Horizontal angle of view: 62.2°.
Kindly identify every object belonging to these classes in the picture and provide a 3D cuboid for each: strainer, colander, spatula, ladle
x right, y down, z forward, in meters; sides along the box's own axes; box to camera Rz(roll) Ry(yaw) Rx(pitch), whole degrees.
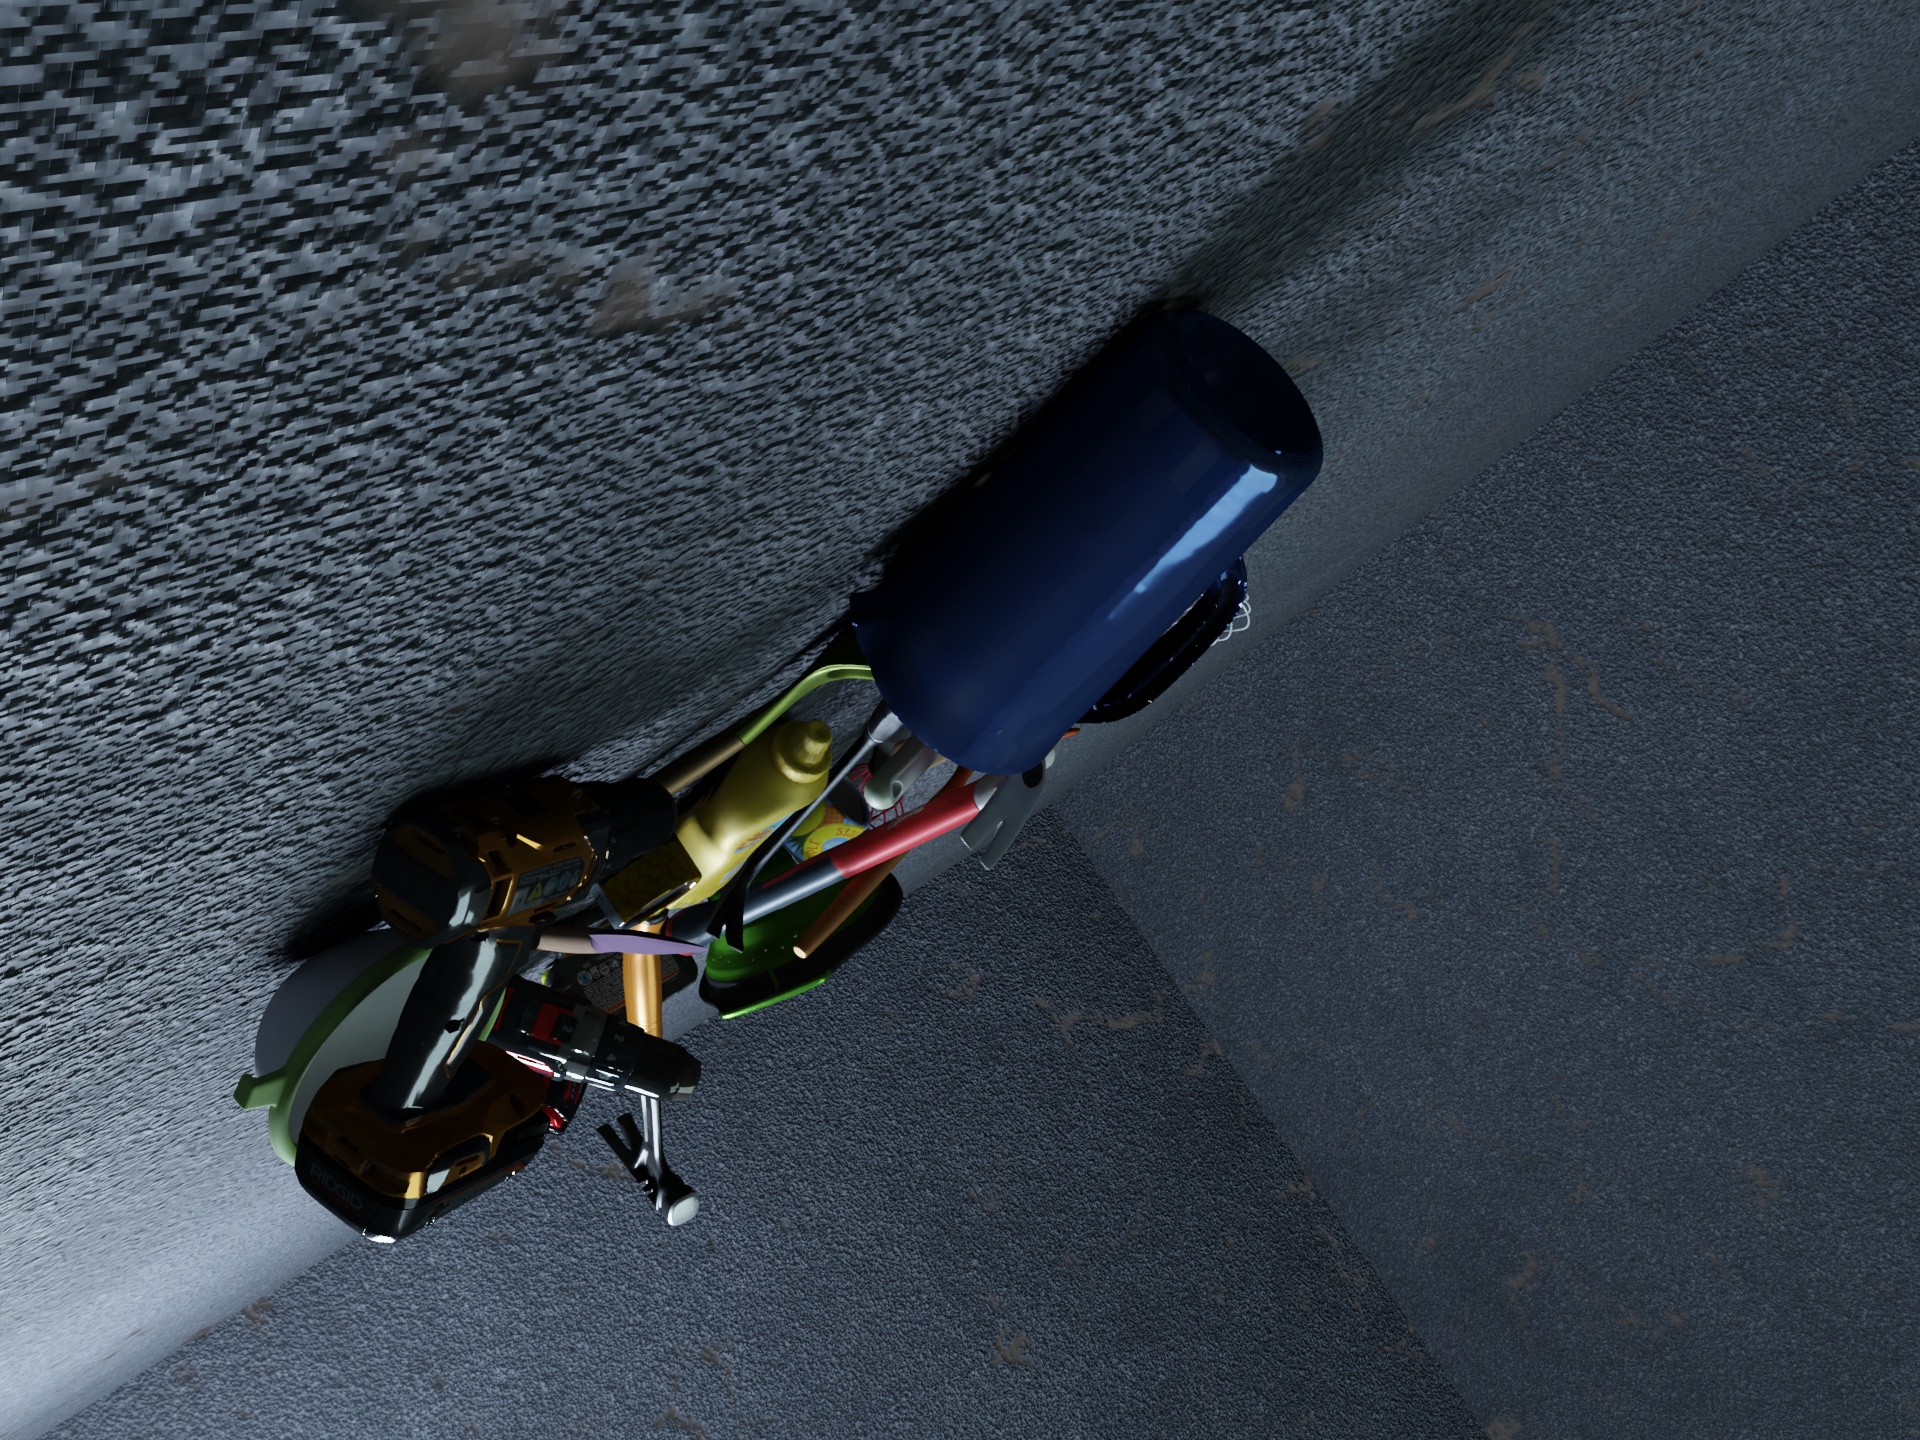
[{"bbox_3d":[-0.327,0.192,0.900,0.151,0.069,0.256,-45,159,-30],"label":"strainer"},{"bbox_3d":[-0.152,0.137,1.503,0.204,0.094,0.397,-23,-166,14],"label":"colander"},{"bbox_3d":[-0.232,0.140,1.008,0.059,0.018,0.316,15,167,-28],"label":"spatula"},{"bbox_3d":[-0.023,0.085,1.271,0.081,0.041,0.323,-2,-145,46],"label":"spatula"},{"bbox_3d":[-0.145,0.033,0.930,0.320,0.062,0.078,-33,173,4],"label":"ladle"}]

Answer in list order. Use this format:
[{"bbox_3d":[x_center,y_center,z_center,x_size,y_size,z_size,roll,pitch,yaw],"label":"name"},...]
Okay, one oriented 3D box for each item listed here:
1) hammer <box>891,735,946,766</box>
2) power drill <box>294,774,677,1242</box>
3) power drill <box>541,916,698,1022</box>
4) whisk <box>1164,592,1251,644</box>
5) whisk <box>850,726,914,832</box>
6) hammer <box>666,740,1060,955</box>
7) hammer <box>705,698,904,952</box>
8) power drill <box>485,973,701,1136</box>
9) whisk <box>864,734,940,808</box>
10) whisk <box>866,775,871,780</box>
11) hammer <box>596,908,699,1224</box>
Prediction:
[{"bbox_3d":[0.049,-0.007,1.324,0.130,0.031,0.331,-16,-177,33],"label":"hammer"},{"bbox_3d":[-0.233,0.131,0.813,0.185,0.084,0.226,-18,132,-64],"label":"power drill"},{"bbox_3d":[-0.336,0.255,1.455,0.171,0.080,0.223,-28,174,-40],"label":"power drill"},{"bbox_3d":[0.142,-0.070,1.173,0.070,0.070,0.284,-33,180,-14],"label":"whisk"},{"bbox_3d":[-0.070,0.046,1.344,0.073,0.073,0.295,-32,167,-21],"label":"whisk"},{"bbox_3d":[-0.096,0.115,1.188,0.386,0.038,0.143,-27,-161,35],"label":"hammer"},{"bbox_3d":[-0.064,0.014,1.084,0.408,0.036,0.149,-46,-161,39],"label":"hammer"},{"bbox_3d":[-0.308,0.261,1.226,0.226,0.187,0.080,136,-27,-60],"label":"power drill"},{"bbox_3d":[-0.002,-0.004,1.183,0.059,0.057,0.246,8,-147,28],"label":"whisk"},{"bbox_3d":[0.005,0.022,1.585,0.245,0.051,0.047,-26,175,-35],"label":"whisk"},{"bbox_3d":[-0.260,0.260,1.300,0.034,0.127,0.336,-21,131,-34],"label":"hammer"}]
